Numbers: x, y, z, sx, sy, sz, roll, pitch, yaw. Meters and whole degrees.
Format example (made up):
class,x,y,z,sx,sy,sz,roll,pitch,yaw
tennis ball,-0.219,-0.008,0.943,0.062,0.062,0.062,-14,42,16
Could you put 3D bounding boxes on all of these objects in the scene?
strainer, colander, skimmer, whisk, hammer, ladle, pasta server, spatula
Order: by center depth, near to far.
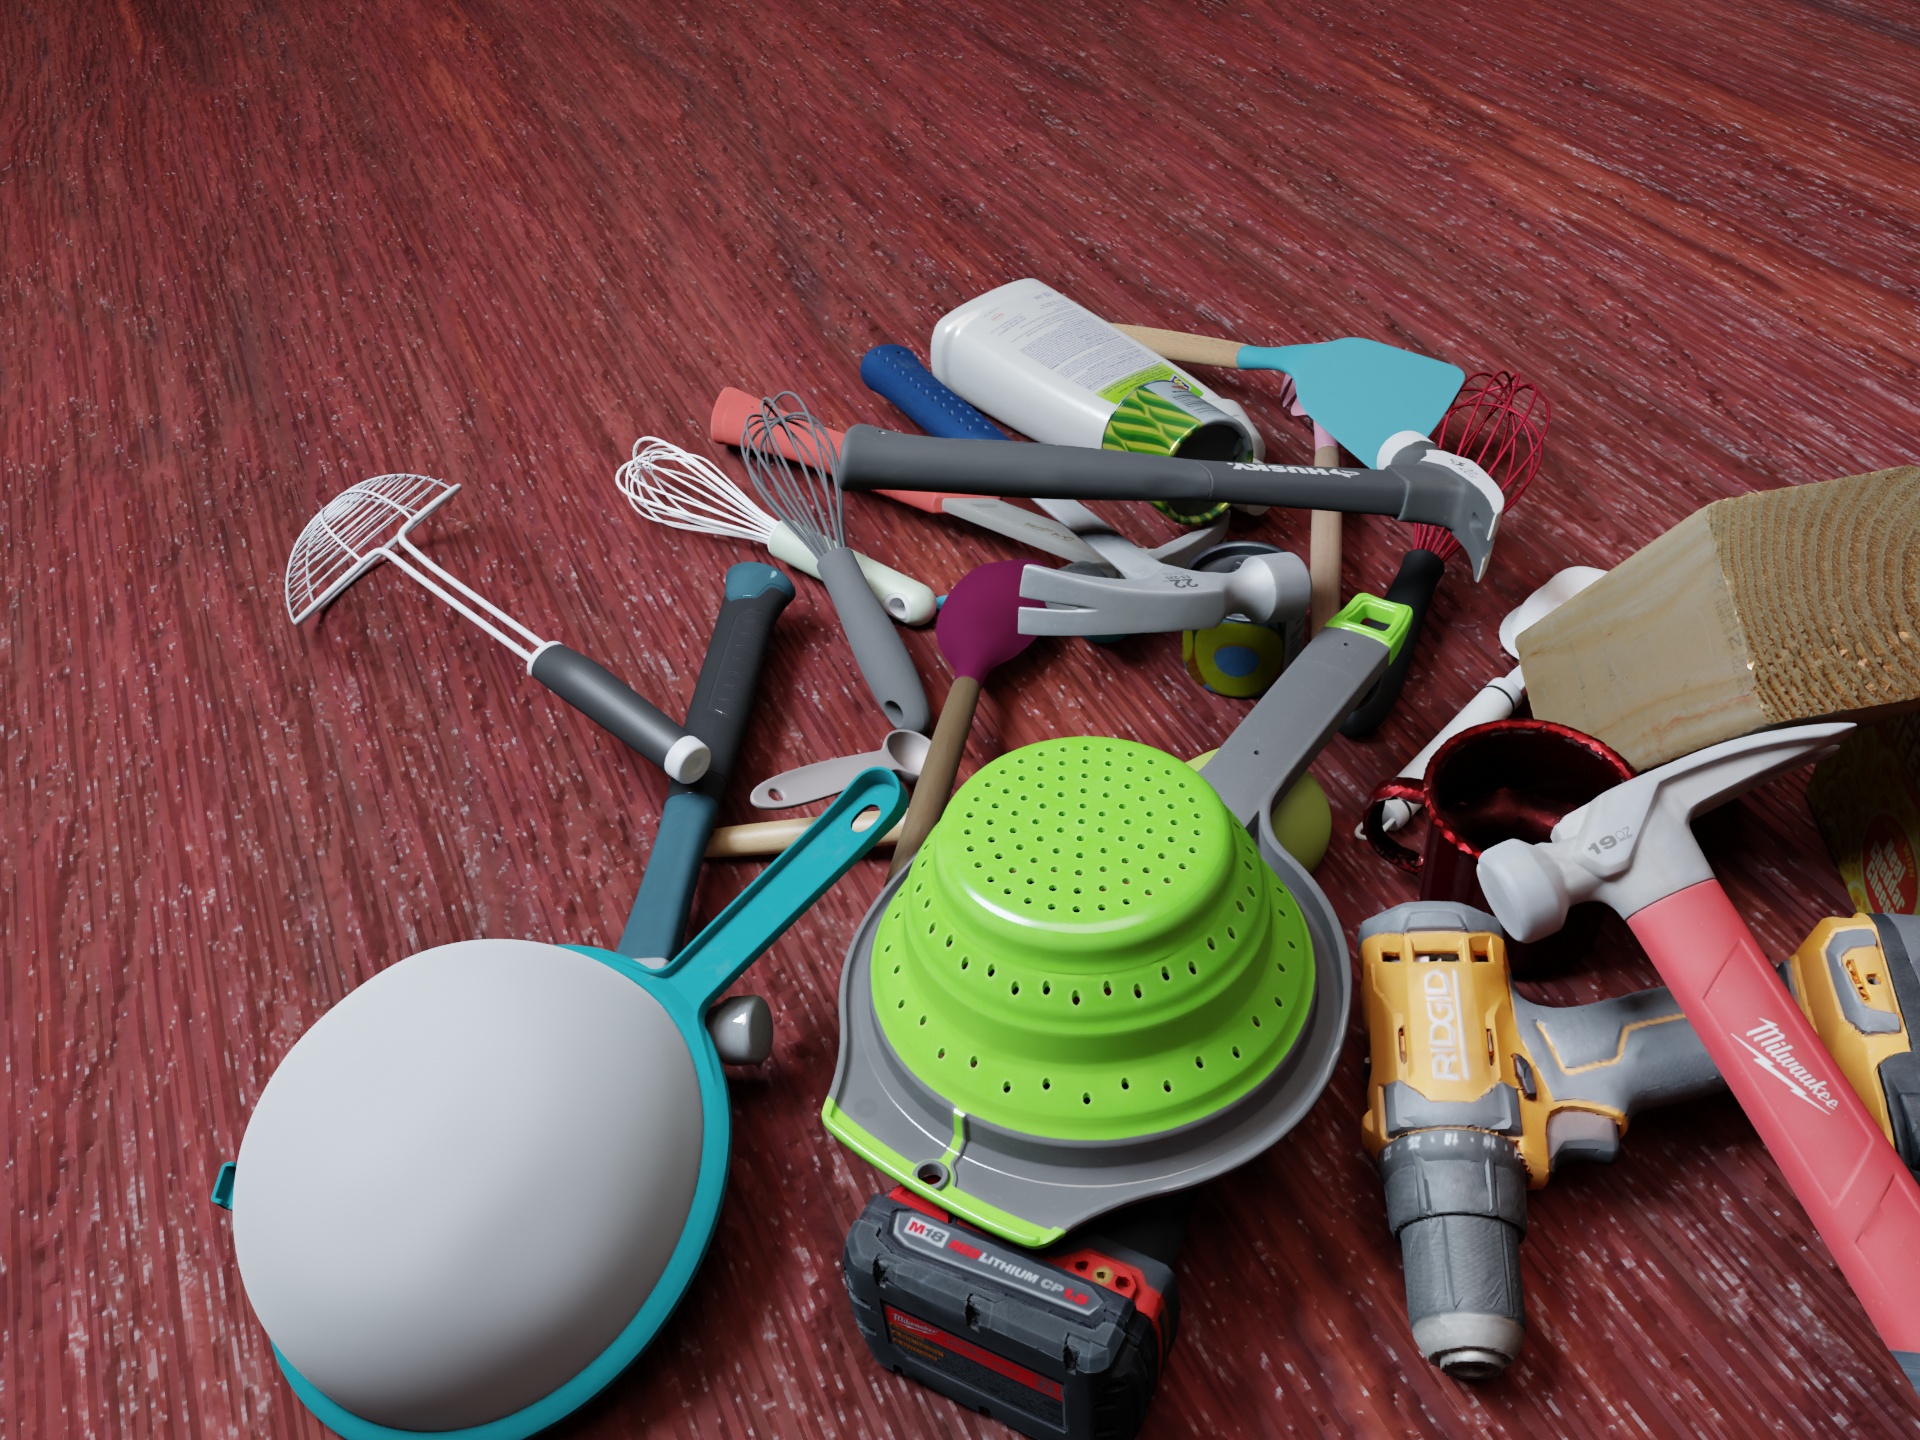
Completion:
class,x,y,z,sx,sy,sz,roll,pitch,yaw
hammer,0.328,0.183,0.517,0.143,0.038,0.387,-24,64,2
strainer,-0.158,0.123,0.632,0.340,0.095,0.211,-44,53,-11
colander,0.096,0.027,0.662,0.205,0.094,0.397,22,47,30
ladle,0.019,0.056,0.785,0.320,0.062,0.078,-6,43,12
hammer,0.106,-0.118,0.790,0.334,0.035,0.146,2,26,-9
hammer,-0.131,0.033,0.802,0.128,0.033,0.331,-6,43,14
strainer,0.284,-0.018,0.818,0.258,0.050,0.087,-40,37,-25
skimmer,-0.255,-0.043,0.886,0.364,0.090,0.127,32,67,31
whisk,0.267,-0.101,0.893,0.073,0.073,0.296,17,55,24
whisk,-0.068,-0.091,0.897,0.055,0.055,0.239,-20,65,-13
hammer,0.026,-0.142,0.900,0.144,0.035,0.406,-7,30,-23
pasta server,0.219,-0.136,0.950,0.060,0.040,0.316,3,47,11
whisk,-0.114,-0.114,0.966,0.246,0.057,0.059,28,42,25
hammer,-0.017,-0.146,0.978,0.359,0.036,0.149,26,36,34
spatula,0.167,-0.227,1.019,0.082,0.044,0.318,-53,40,-9

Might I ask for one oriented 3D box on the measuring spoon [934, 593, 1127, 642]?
class,x,y,z,sx,sy,sz,roll,pitch,yaw
measuring spoon,0.043,-0.059,0.912,0.129,0.021,0.042,4,38,25

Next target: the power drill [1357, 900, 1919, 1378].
class,x,y,z,sx,sy,sz,roll,pitch,yaw
power drill,0.270,0.159,0.612,0.226,0.084,0.186,-2,51,12

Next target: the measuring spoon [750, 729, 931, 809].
class,x,y,z,sx,sy,sz,roll,pitch,yaw
measuring spoon,-0.058,0.031,0.799,0.124,0.018,0.034,-15,55,-44

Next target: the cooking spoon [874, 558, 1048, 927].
class,x,y,z,sx,sy,sz,roll,pitch,yaw
cooking spoon,-0.001,-0.003,0.814,0.069,0.017,0.319,-4,35,16

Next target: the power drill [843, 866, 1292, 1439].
class,x,y,z,sx,sy,sz,roll,pitch,yaw
power drill,0.037,0.156,0.650,0.188,0.080,0.227,16,46,23
